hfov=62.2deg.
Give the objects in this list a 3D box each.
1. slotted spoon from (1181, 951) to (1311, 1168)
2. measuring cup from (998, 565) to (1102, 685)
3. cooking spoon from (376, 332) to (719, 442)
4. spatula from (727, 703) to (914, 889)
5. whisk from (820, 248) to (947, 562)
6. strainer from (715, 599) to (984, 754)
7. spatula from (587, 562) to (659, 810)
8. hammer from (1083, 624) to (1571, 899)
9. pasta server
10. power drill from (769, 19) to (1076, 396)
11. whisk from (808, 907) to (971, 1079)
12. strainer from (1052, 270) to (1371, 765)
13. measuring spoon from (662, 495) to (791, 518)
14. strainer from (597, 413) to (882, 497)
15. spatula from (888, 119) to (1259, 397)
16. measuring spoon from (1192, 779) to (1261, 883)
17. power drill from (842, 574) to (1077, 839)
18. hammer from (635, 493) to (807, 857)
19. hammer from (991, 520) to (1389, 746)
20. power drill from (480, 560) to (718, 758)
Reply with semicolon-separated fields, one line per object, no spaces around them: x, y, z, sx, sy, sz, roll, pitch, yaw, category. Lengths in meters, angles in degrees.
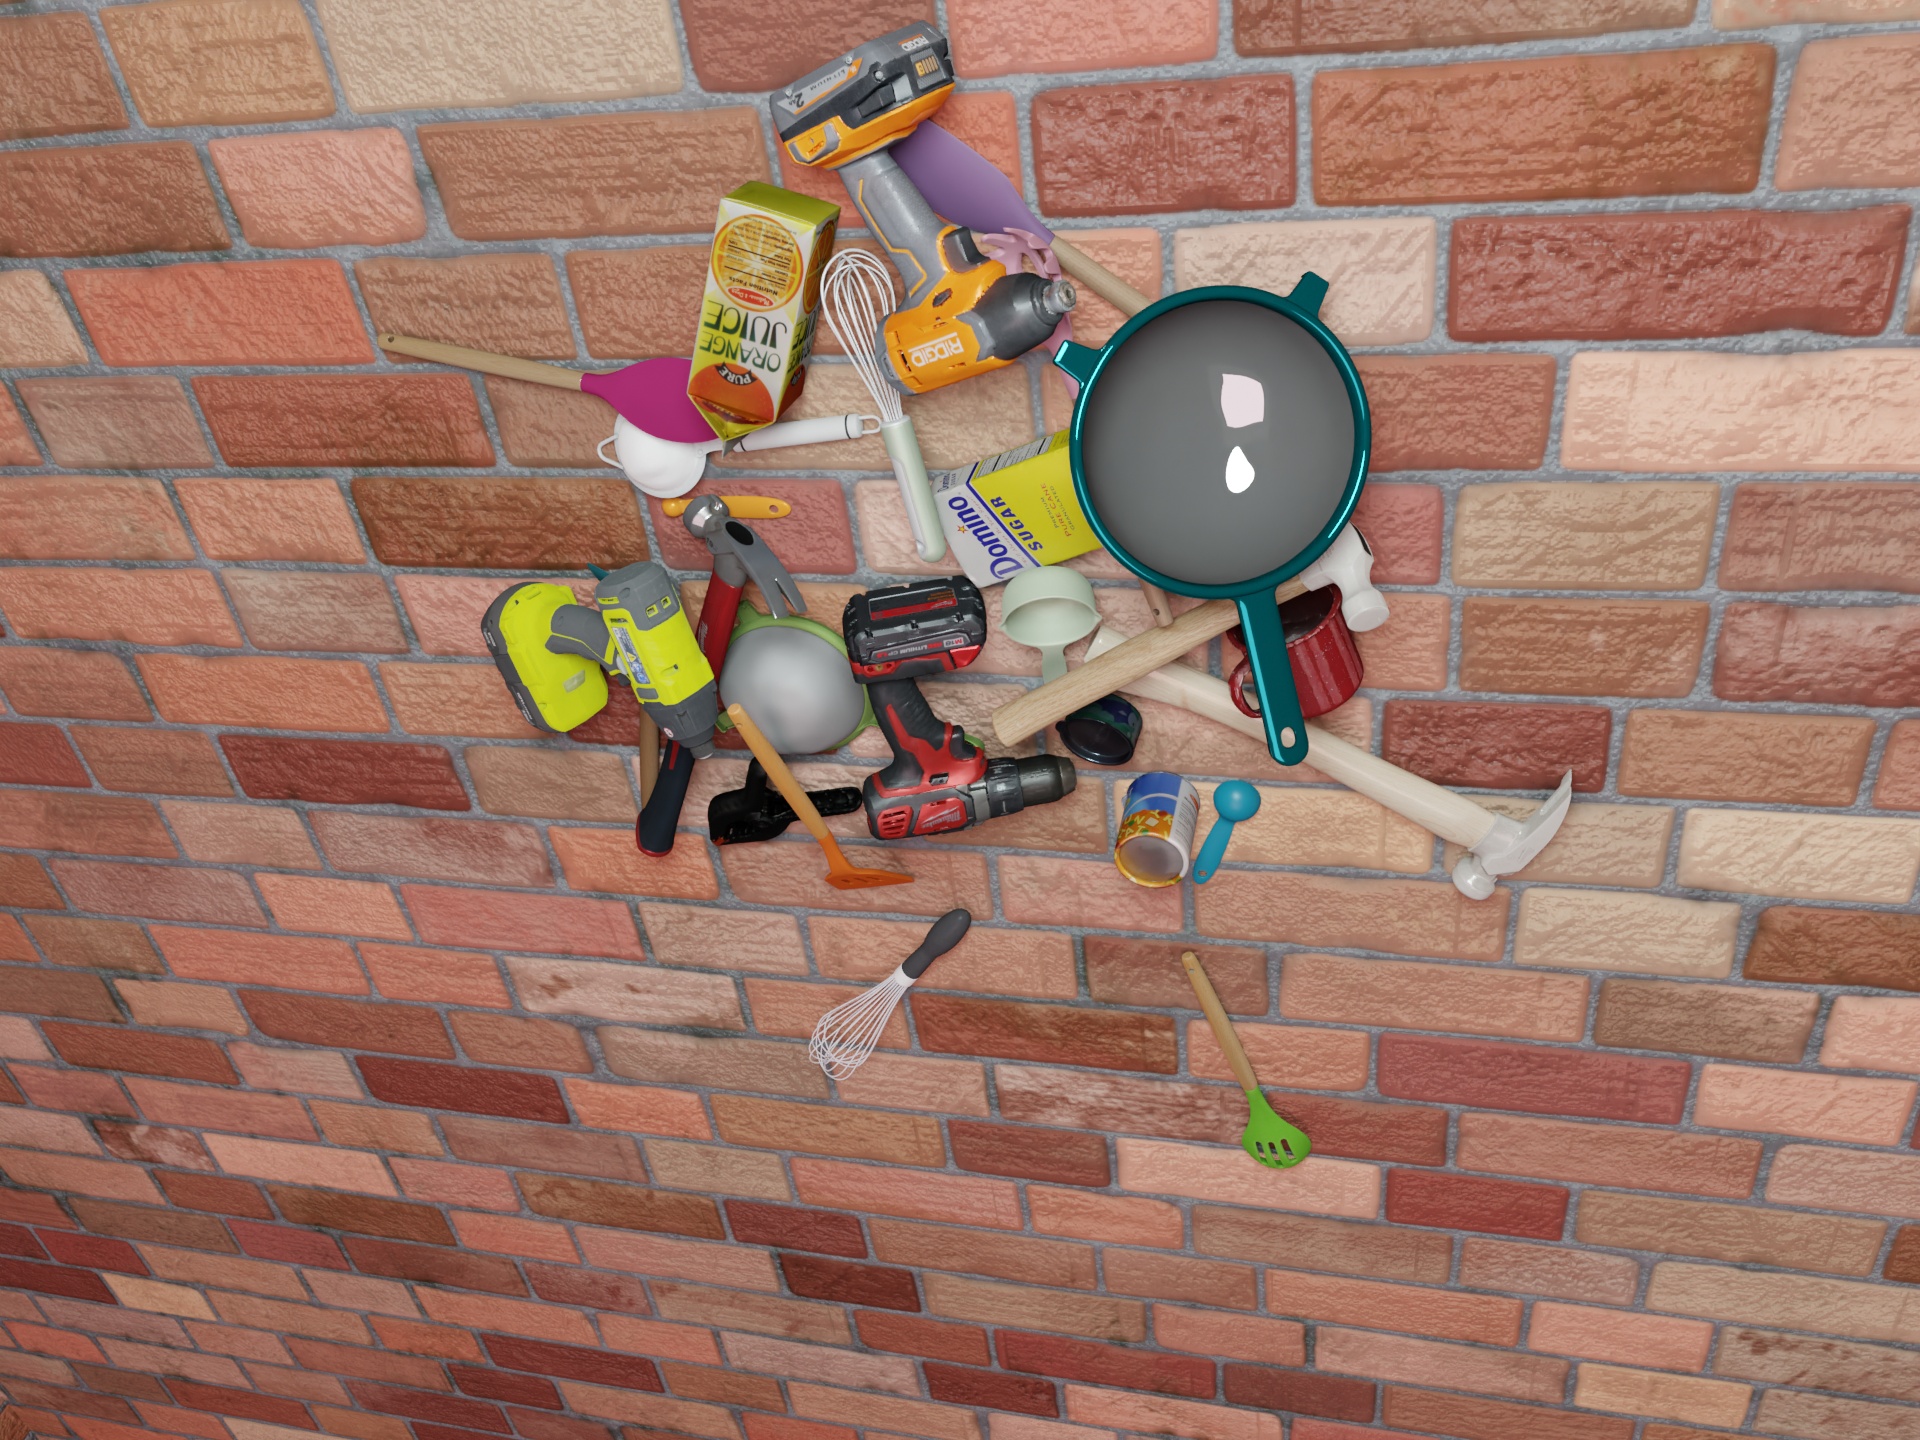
0.280;0.349;1.596;0.070;0.031;0.313;-14;120;23;slotted spoon
0.075;-0.074;1.312;0.083;0.038;0.167;-5;154;4;measuring cup
-0.328;-0.279;1.289;0.319;0.069;0.017;13;174;10;cooking spoon
-0.135;0.081;1.447;0.081;0.041;0.322;-8;139;19;spatula
-0.053;-0.234;1.207;0.058;0.059;0.246;23;134;58;whisk
-0.107;0.001;1.414;0.256;0.069;0.151;19;129;4;strainer
-0.299;-0.013;1.478;0.082;0.044;0.317;31;135;24;spatula
0.298;0.015;1.322;0.410;0.038;0.146;25;133;-2;hammer
0.093;-0.209;1.160;0.060;0.040;0.316;-6;114;43;pasta server
-0.019;-0.343;1.077;0.164;0.084;0.226;-7;116;43;power drill
-0.073;0.277;1.630;0.070;0.070;0.284;34;123;-10;whisk
0.189;-0.136;1.135;0.211;0.095;0.340;-17;104;-4;strainer
-0.199;-0.178;1.341;0.117;0.011;0.021;3;127;14;measuring spoon
-0.186;-0.227;1.285;0.258;0.050;0.086;-4;111;15;strainer
0.084;-0.325;1.140;0.316;0.018;0.059;33;139;-8;spatula
0.233;0.107;1.425;0.042;0.021;0.128;18;128;2;measuring spoon
-0.002;-0.004;1.354;0.188;0.080;0.226;-10;121;-1;power drill
-0.227;-0.005;1.403;0.143;0.038;0.386;48;136;28;hammer
0.163;-0.065;1.235;0.331;0.130;0.031;-28;147;26;hammer
-0.304;-0.048;1.371;0.223;0.080;0.171;4;122;43;power drill
